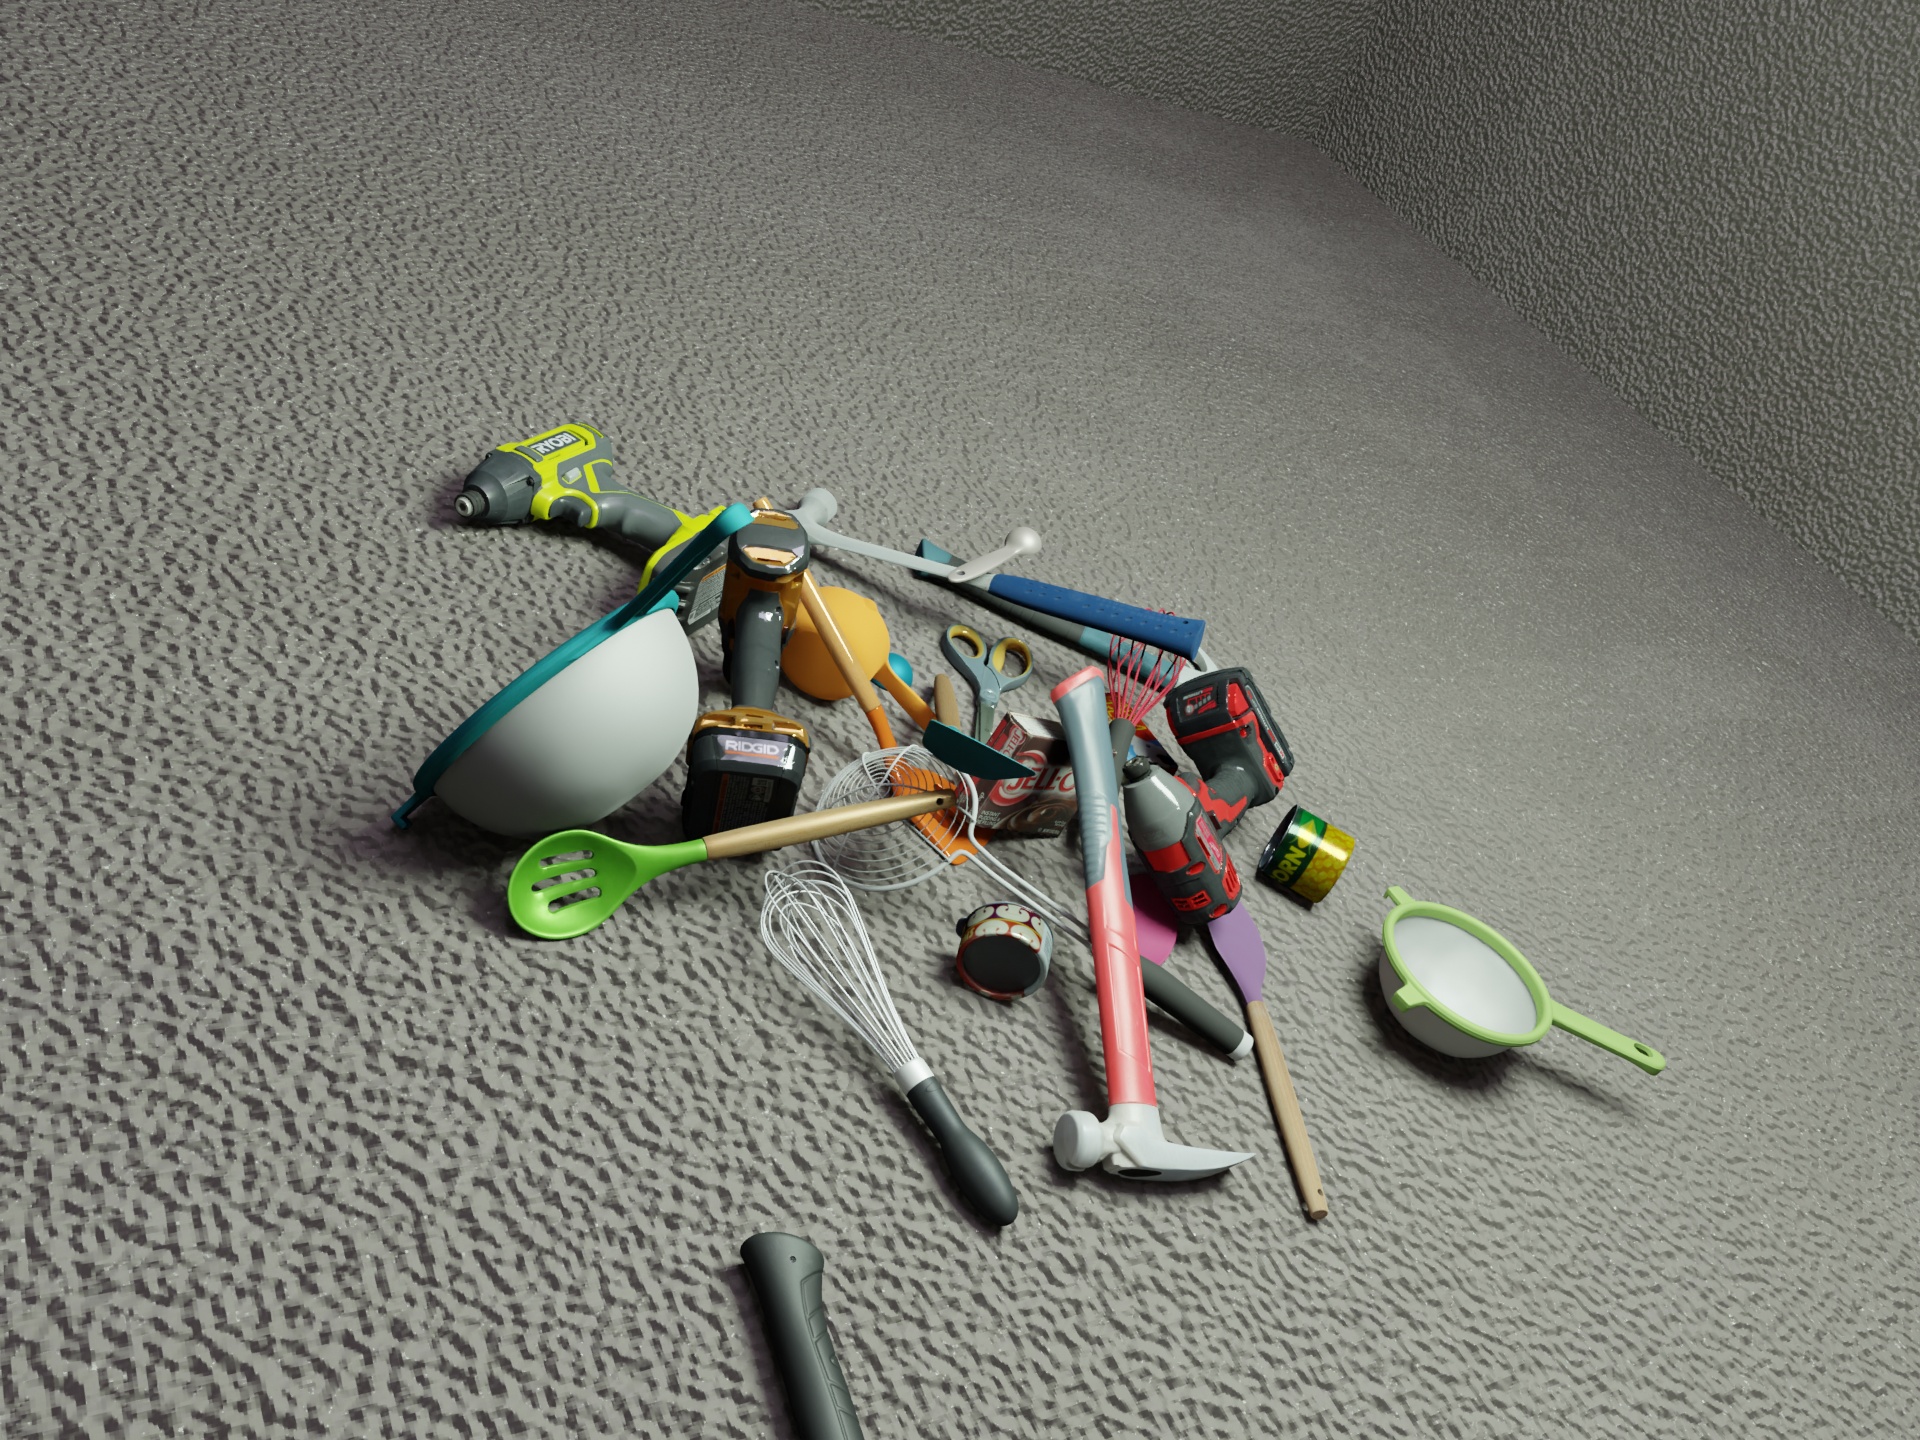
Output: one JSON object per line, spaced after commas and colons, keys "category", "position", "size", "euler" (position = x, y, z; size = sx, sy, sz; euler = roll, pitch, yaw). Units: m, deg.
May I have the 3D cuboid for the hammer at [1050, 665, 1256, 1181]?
{"category": "hammer", "position": [0.121, 0.134, 1.148], "size": [0.143, 0.038, 0.387], "euler": [12, 56, -24]}

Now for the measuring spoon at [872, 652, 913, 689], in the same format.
{"category": "measuring spoon", "position": [-0.098, -0.059, 1.367], "size": [0.128, 0.021, 0.042], "euler": [18, 35, -15]}

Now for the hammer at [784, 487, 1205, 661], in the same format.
{"category": "hammer", "position": [0.017, -0.122, 1.428], "size": [0.405, 0.035, 0.144], "euler": [17, 34, 13]}

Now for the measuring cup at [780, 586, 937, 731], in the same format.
{"category": "measuring cup", "position": [-0.078, -0.030, 1.310], "size": [0.173, 0.095, 0.052], "euler": [45, 40, -6]}

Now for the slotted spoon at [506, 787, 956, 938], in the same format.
{"category": "slotted spoon", "position": [-0.147, 0.083, 1.069], "size": [0.313, 0.070, 0.031], "euler": [-11, 12, -22]}

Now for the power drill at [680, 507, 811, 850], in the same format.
{"category": "power drill", "position": [-0.156, -0.017, 1.177], "size": [0.084, 0.185, 0.226], "euler": [7, 56, -10]}

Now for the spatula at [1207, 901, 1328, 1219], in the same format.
{"category": "spatula", "position": [0.232, 0.238, 1.207], "size": [0.059, 0.018, 0.316], "euler": [23, 33, -23]}

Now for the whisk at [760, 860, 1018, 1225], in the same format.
{"category": "whisk", "position": [-0.048, 0.206, 1.034], "size": [0.070, 0.070, 0.285], "euler": [-12, 55, -43]}

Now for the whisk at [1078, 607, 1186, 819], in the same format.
{"category": "whisk", "position": [0.145, -0.006, 1.387], "size": [0.073, 0.073, 0.296], "euler": [26, 43, -1]}

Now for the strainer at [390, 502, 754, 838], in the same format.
{"category": "strainer", "position": [-0.206, -0.015, 1.006], "size": [0.095, 0.340, 0.211], "euler": [52, 41, -3]}

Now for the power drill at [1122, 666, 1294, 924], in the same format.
{"category": "power drill", "position": [0.196, 0.052, 1.304], "size": [0.143, 0.078, 0.220], "euler": [59, 35, -16]}

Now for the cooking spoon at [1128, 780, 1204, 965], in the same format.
{"category": "cooking spoon", "position": [0.178, 0.113, 1.333], "size": [0.069, 0.017, 0.319], "euler": [39, 36, 2]}

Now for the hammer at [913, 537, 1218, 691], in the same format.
{"category": "hammer", "position": [0.104, -0.089, 1.531], "size": [0.331, 0.033, 0.128], "euler": [26, 35, -2]}

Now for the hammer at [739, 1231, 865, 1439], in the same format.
{"category": "hammer", "position": [-0.053, 0.406, 0.787], "size": [0.146, 0.035, 0.335], "euler": [3, 41, -31]}

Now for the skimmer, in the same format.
{"category": "skimmer", "position": [0.055, 0.147, 1.189], "size": [0.363, 0.090, 0.127], "euler": [36, 62, -6]}

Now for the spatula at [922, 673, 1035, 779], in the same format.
{"category": "spatula", "position": [-0.002, -0.004, 1.234], "size": [0.082, 0.044, 0.318], "euler": [27, 11, -10]}

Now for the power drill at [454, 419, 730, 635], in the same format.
{"category": "power drill", "position": [-0.295, -0.163, 1.331], "size": [0.223, 0.080, 0.171], "euler": [30, 34, 11]}

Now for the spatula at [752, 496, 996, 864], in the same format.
{"category": "spatula", "position": [-0.074, -0.034, 1.249], "size": [0.322, 0.041, 0.081], "euler": [61, 36, -7]}

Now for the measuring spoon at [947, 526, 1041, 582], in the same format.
{"category": "measuring spoon", "position": [0.030, -0.150, 1.422], "size": [0.034, 0.018, 0.124], "euler": [29, 39, 28]}

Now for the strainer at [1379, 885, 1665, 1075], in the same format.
{"category": "strainer", "position": [0.444, 0.244, 1.294], "size": [0.256, 0.069, 0.152], "euler": [25, 32, -4]}
